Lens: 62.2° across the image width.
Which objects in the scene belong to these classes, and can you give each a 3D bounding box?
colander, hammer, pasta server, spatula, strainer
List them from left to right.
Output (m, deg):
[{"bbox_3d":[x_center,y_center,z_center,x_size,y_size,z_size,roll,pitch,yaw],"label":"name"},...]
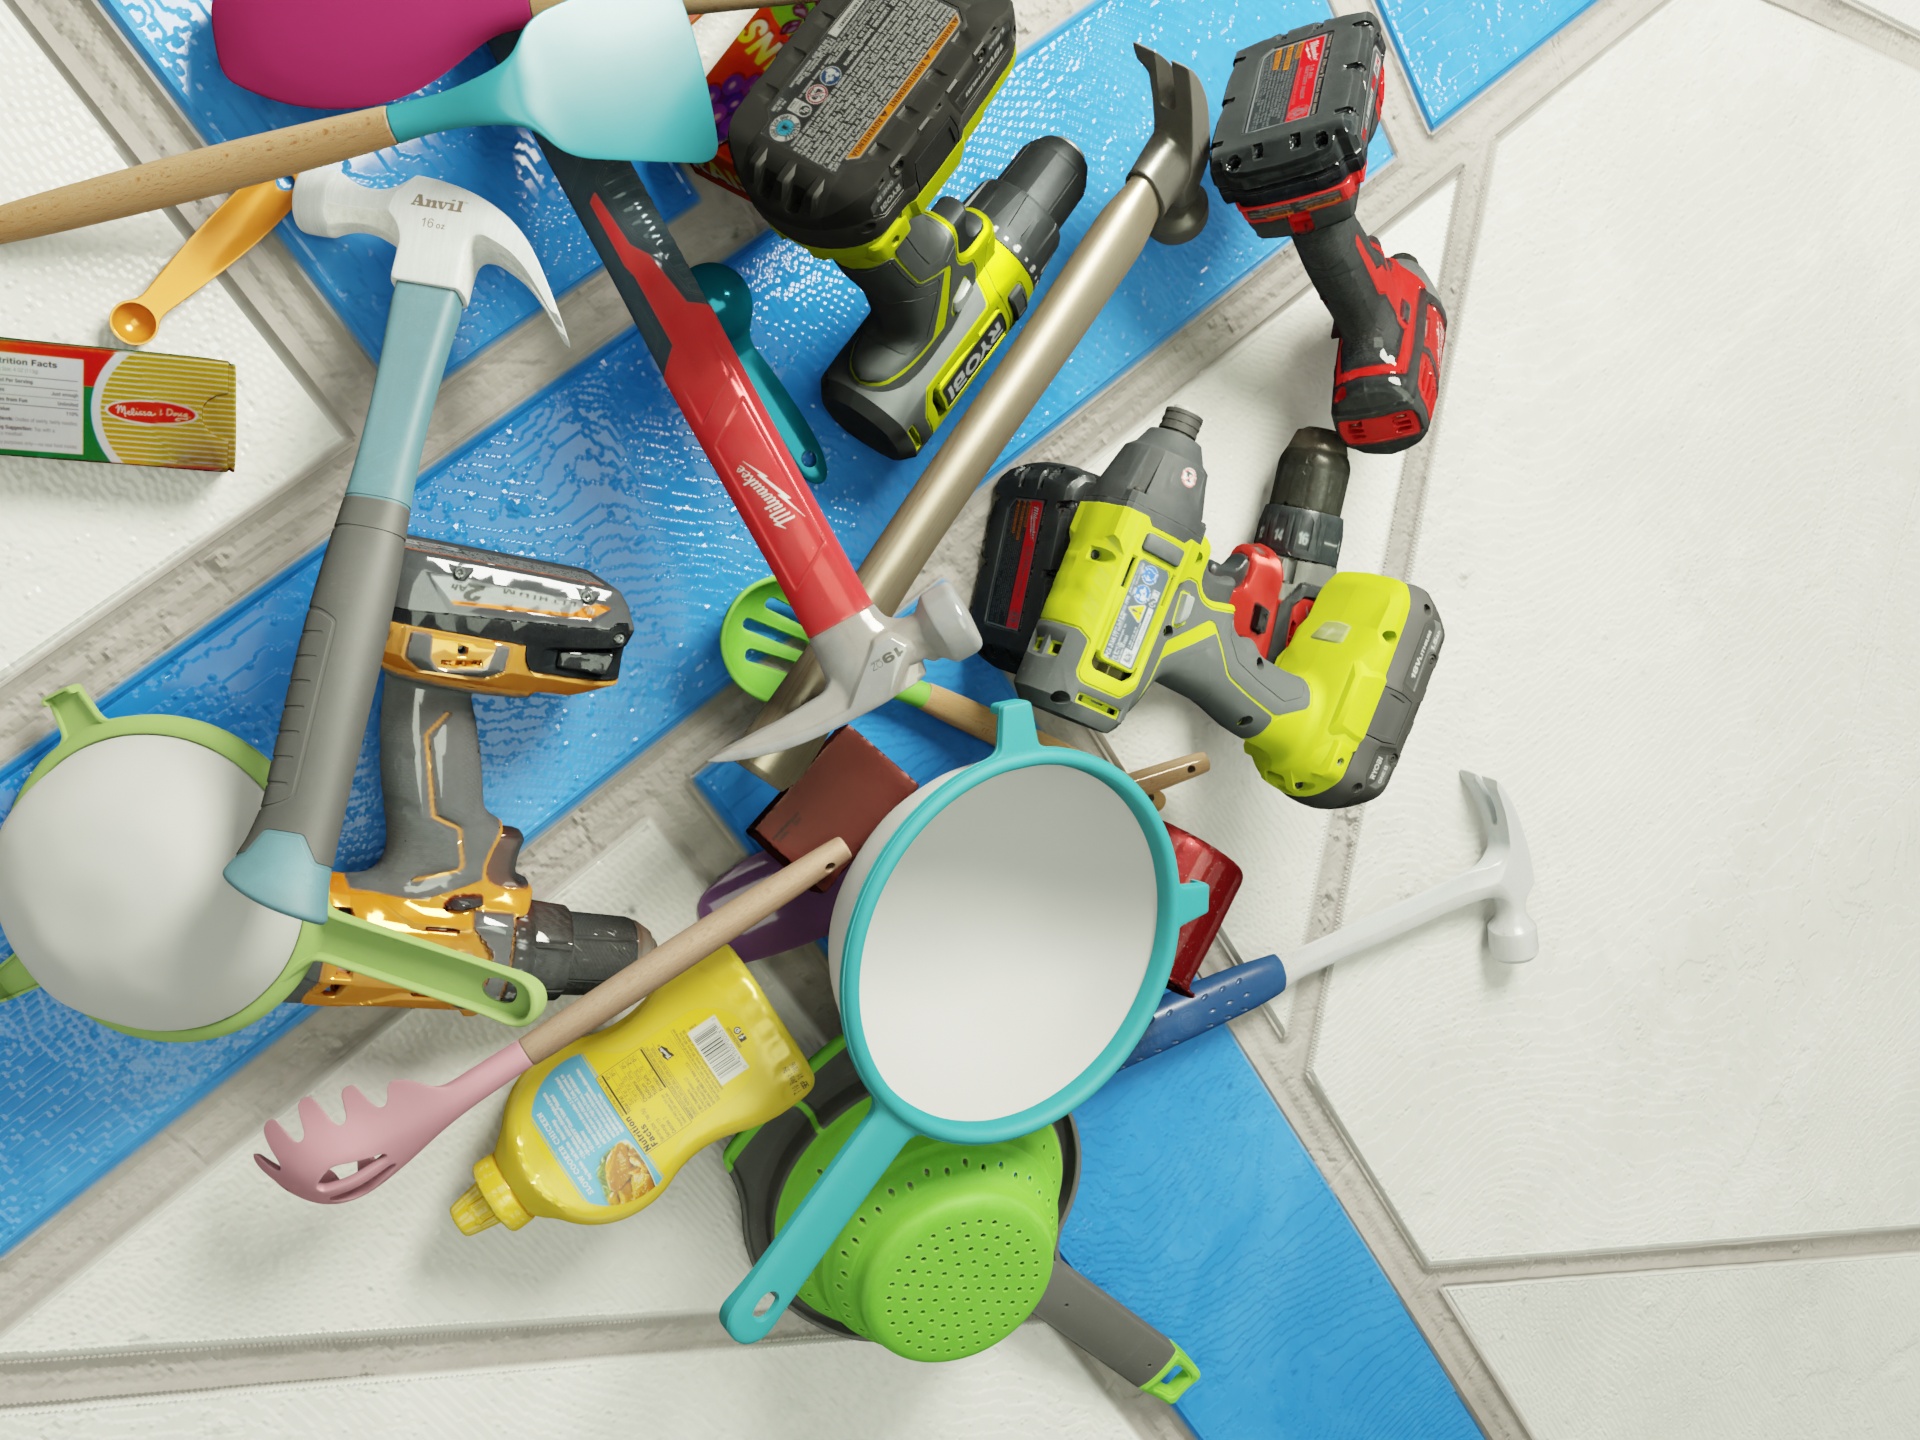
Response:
[{"bbox_3d":[-0.309,0.092,0.685,0.256,0.069,0.151,18,99,2],"label":"strainer"},{"bbox_3d":[-0.266,-0.247,0.684,0.317,0.044,0.082,-15,109,-2],"label":"spatula"},{"bbox_3d":[-0.254,-0.080,0.680,0.128,0.033,0.331,9,77,-1],"label":"hammer"},{"bbox_3d":[-0.193,0.143,0.783,0.316,0.040,0.060,-32,138,-13],"label":"pasta server"},{"bbox_3d":[-0.142,-0.170,0.746,0.143,0.038,0.386,-28,96,3],"label":"hammer"},{"bbox_3d":[-0.029,0.159,0.833,0.210,0.095,0.340,44,78,-34],"label":"strainer"},{"bbox_3d":[0.003,0.068,0.914,0.316,0.018,0.059,-17,102,-16],"label":"spatula"},{"bbox_3d":[0.006,-0.146,0.812,0.038,0.146,0.410,32,84,16],"label":"hammer"},{"bbox_3d":[0.038,0.338,0.936,0.204,0.095,0.396,-45,119,1],"label":"colander"},{"bbox_3d":[0.214,0.155,1.035,0.405,0.035,0.144,-19,108,-22],"label":"hammer"}]

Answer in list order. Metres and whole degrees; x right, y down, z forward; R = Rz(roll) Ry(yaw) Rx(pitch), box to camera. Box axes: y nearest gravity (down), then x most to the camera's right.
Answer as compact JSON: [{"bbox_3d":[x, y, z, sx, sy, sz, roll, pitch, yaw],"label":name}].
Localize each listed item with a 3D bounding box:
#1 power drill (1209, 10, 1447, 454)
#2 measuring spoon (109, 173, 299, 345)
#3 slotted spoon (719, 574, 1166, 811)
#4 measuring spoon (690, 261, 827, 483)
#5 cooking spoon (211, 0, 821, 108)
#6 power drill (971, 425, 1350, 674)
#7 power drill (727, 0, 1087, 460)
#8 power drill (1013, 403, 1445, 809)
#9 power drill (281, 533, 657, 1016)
[{"bbox_3d":[0.221,-0.271,0.897,0.219,0.078,0.143,51,45,-43],"label":"power drill"},{"bbox_3d":[-0.333,-0.211,0.711,0.021,0.011,0.117,46,76,-26],"label":"measuring spoon"},{"bbox_3d":[-0.001,-0.003,0.904,0.313,0.031,0.070,24,89,-30],"label":"slotted spoon"},{"bbox_3d":[-0.102,-0.177,0.821,0.042,0.021,0.128,-38,112,-15],"label":"measuring spoon"},{"bbox_3d":[-0.164,-0.318,0.705,0.319,0.017,0.069,-10,91,-9],"label":"cooking spoon"},{"bbox_3d":[0.131,-0.094,0.925,0.226,0.080,0.188,8,96,-30],"label":"power drill"},{"bbox_3d":[-0.011,-0.249,0.763,0.080,0.228,0.190,34,83,17],"label":"power drill"},{"bbox_3d":[0.151,-0.054,0.860,0.223,0.080,0.171,23,89,-31],"label":"power drill"},{"bbox_3d":[-0.221,0.036,0.777,0.185,0.084,0.226,10,100,-30],"label":"power drill"}]
